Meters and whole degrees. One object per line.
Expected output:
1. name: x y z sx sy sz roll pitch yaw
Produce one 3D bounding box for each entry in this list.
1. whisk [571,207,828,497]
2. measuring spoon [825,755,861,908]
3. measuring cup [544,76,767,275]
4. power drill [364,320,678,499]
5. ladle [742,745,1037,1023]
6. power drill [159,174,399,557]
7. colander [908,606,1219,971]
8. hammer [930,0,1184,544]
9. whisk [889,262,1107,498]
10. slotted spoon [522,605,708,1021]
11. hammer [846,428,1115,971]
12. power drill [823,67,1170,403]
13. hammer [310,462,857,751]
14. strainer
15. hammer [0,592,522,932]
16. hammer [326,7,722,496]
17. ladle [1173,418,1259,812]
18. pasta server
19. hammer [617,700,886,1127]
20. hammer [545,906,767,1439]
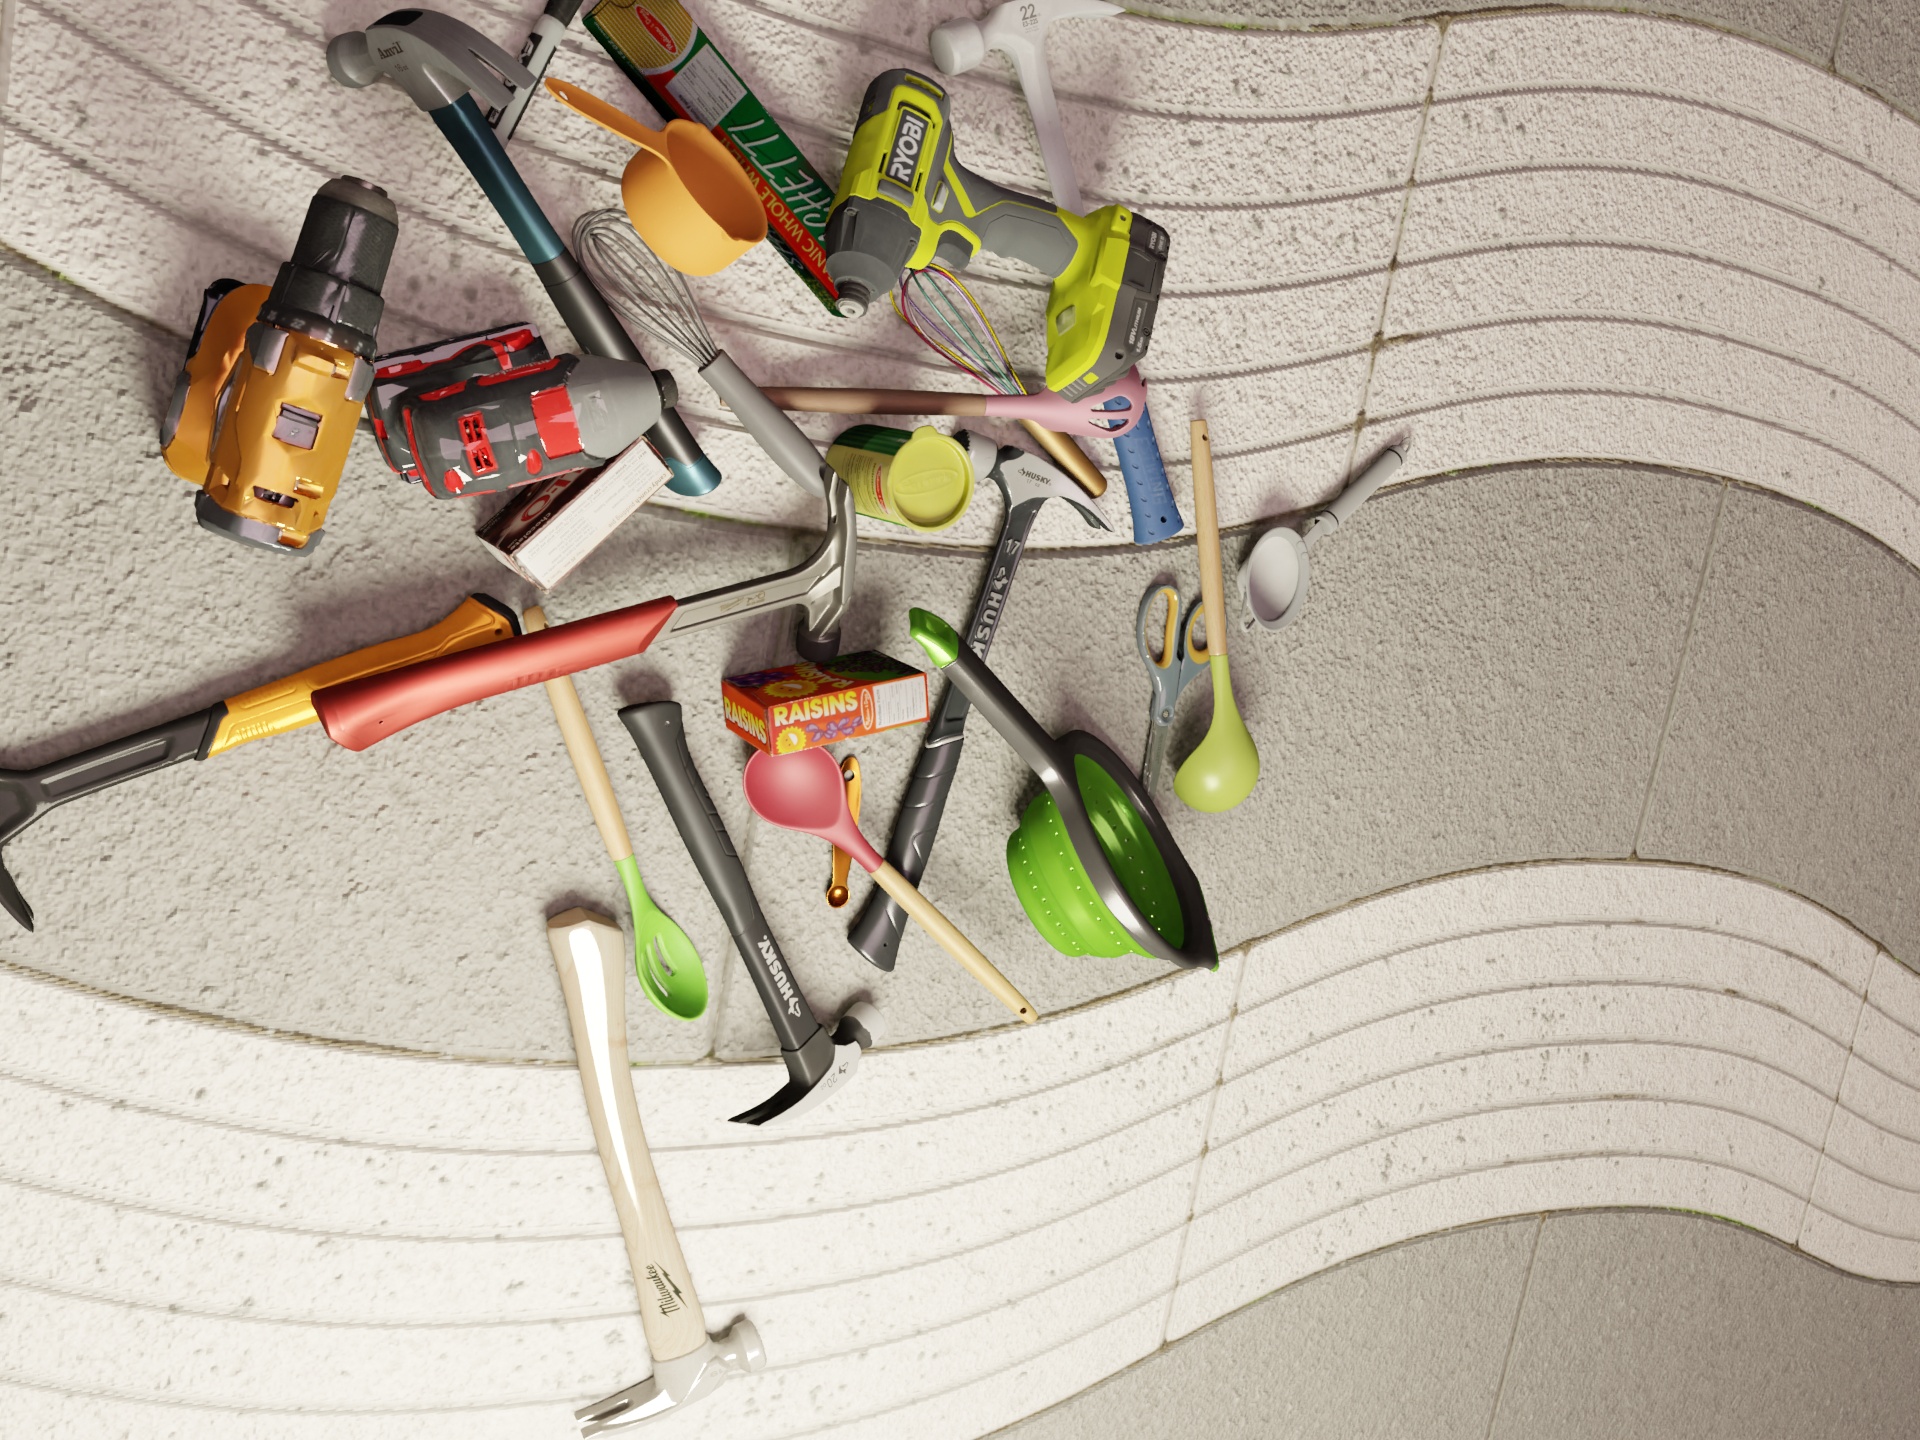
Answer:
1. whisk: -0.162 -0.235 1.039 0.055 0.055 0.238 -48 116 -11
2. measuring spoon: -0.089 0.084 1.197 0.021 0.011 0.117 2 98 -29
3. measuring cup: -0.194 -0.328 0.956 0.173 0.052 0.095 16 51 -51
4. power drill: -0.256 -0.178 0.908 0.143 0.220 0.078 -21 113 -23
5. ladle: -0.044 0.124 1.182 0.069 0.031 0.315 -42 110 4
6. power drill: -0.357 -0.191 0.843 0.084 0.226 0.185 17 94 -32
7. colander: 0.054 0.067 1.191 0.094 0.205 0.396 -30 125 19
8. hammer: 0.102 -0.326 1.181 0.144 0.035 0.405 -28 115 -20
9. whisk: 0.031 -0.246 1.165 0.047 0.051 0.244 -40 125 9
10. slotted spoon: -0.240 0.069 1.091 0.031 0.070 0.313 -10 109 19
11. hammer: -0.002 -0.004 1.208 0.149 0.036 0.409 16 95 -33
12. power drill: 0.020 -0.309 1.061 0.223 0.080 0.171 21 70 -22
13. hammer: -0.229 -0.060 1.019 0.359 0.037 0.149 -19 137 -28
14. strainer: 0.301 -0.160 1.336 0.258 0.050 0.086 -42 125 -20
15. hammer: -0.428 0.005 0.968 0.337 0.034 0.127 -24 112 -23
16. hammer: -0.244 -0.272 0.969 0.033 0.128 0.330 -55 132 -30
17. ladle: 0.198 -0.080 1.284 0.078 0.062 0.320 -12 101 -30
18. pasta server: -0.012 -0.226 1.120 0.316 0.040 0.060 -1 125 -15
19. hammer: -0.162 0.134 1.132 0.146 0.035 0.334 -42 118 -43
20. hammer: -0.248 0.330 1.154 0.146 0.038 0.410 -17 110 -23
